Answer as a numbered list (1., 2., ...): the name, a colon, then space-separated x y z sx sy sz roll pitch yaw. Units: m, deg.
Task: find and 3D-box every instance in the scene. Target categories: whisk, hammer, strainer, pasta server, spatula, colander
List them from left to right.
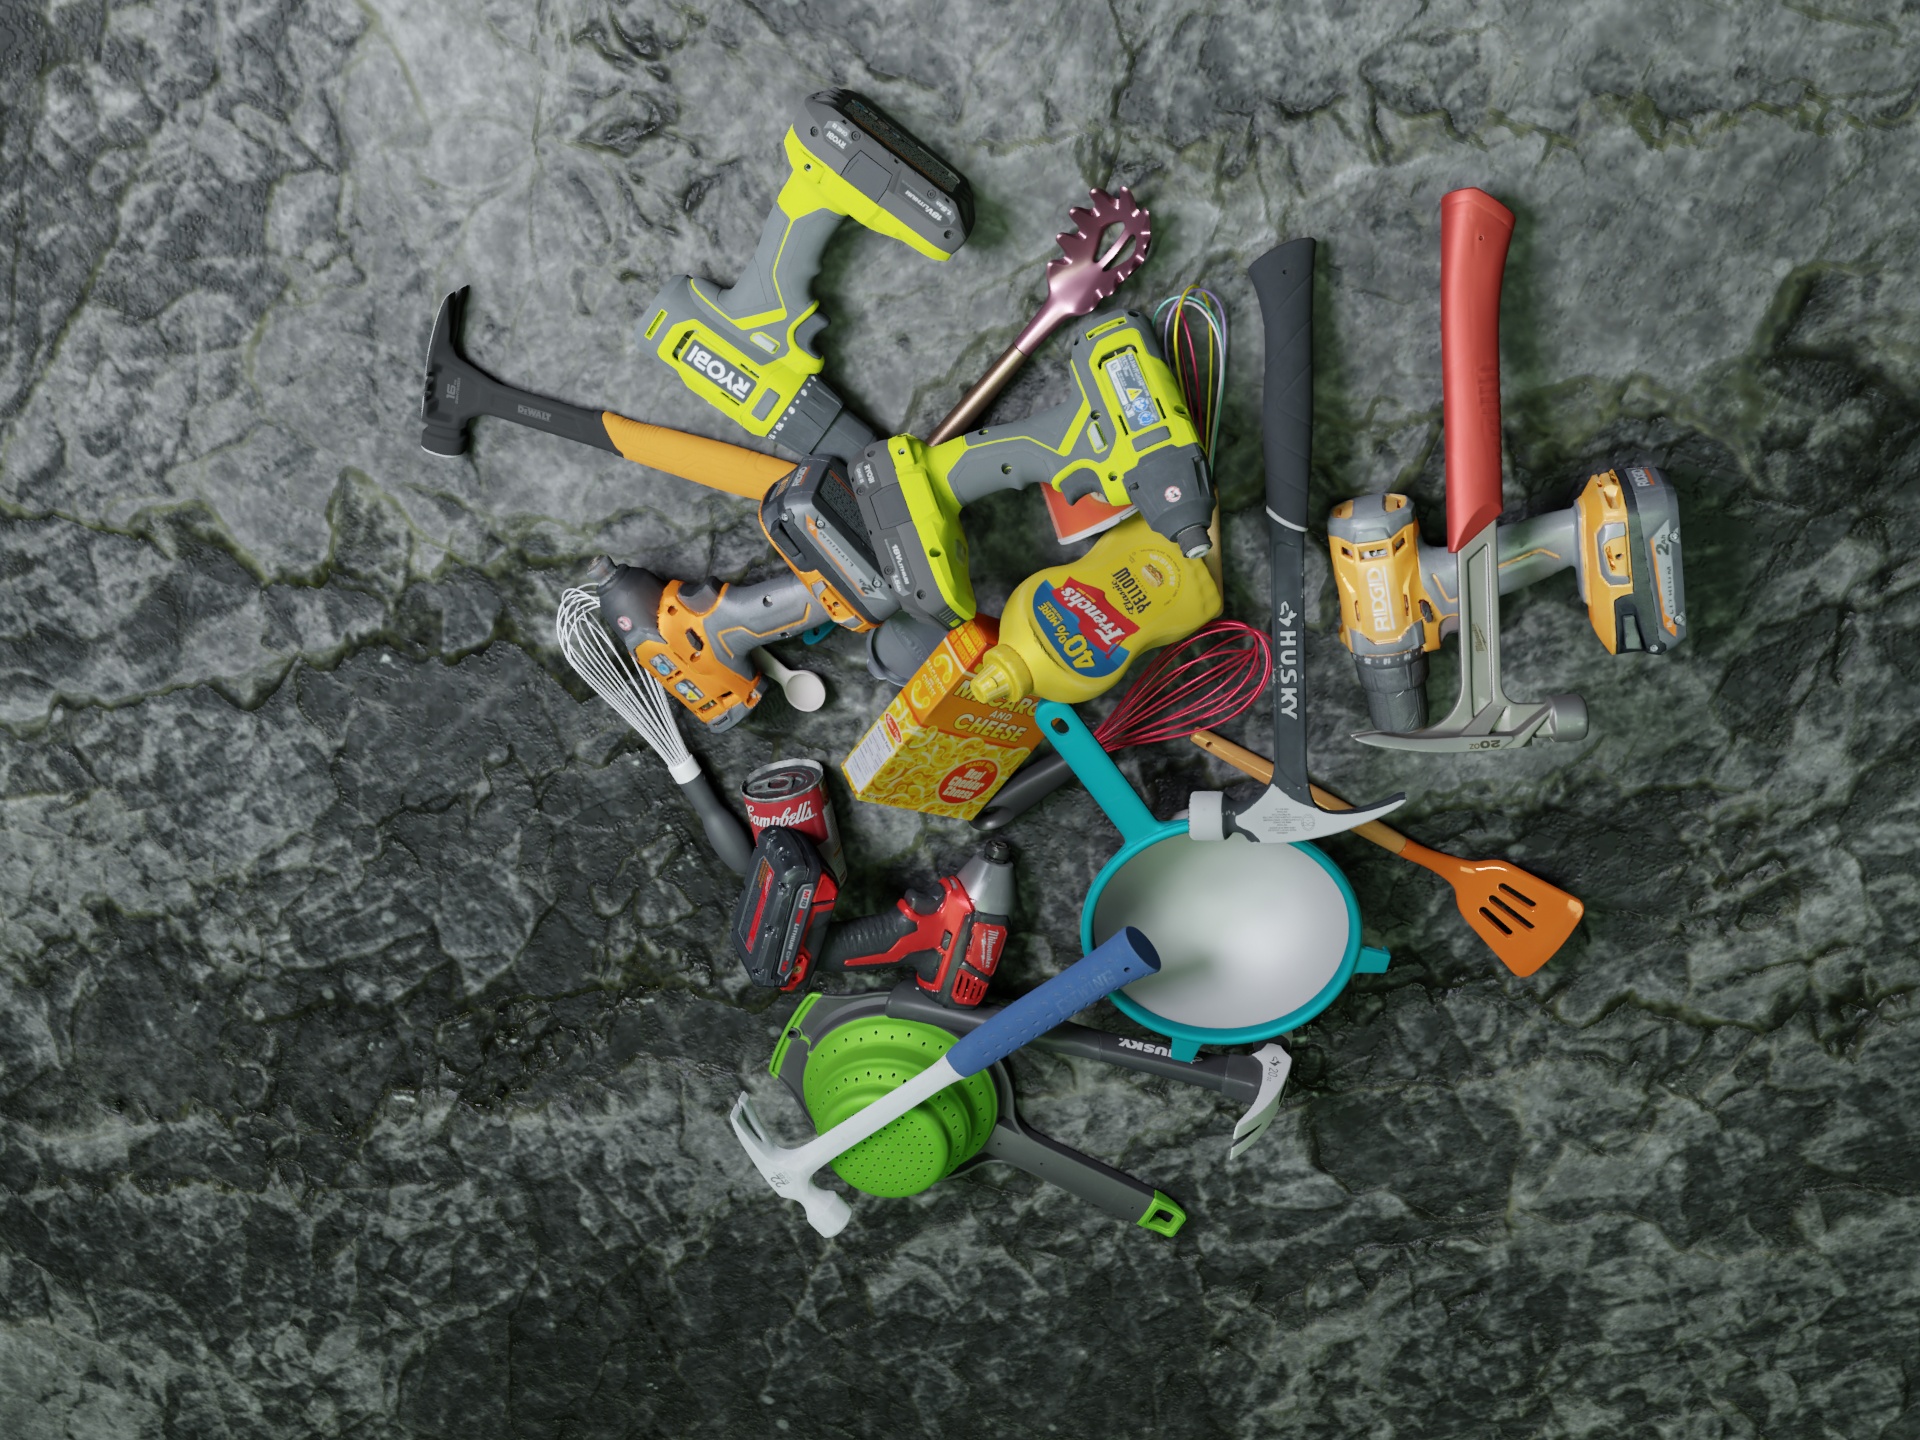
1. hammer: -0.234 -0.213 1.180 0.337 0.034 0.127 17 118 1
2. whisk: -0.237 0.013 1.279 0.070 0.070 0.284 -20 115 18
3. hammer: -0.015 0.276 1.268 0.405 0.035 0.144 -37 102 24
4. colander: 0.015 0.380 1.387 0.397 0.094 0.204 26 117 -3
5. pasta server: 0.022 -0.241 1.117 0.316 0.040 0.060 -45 79 25
6. hammer: 0.100 0.268 1.308 0.335 0.146 0.035 11 118 13
7. whisk: 0.115 0.011 1.216 0.296 0.073 0.073 -34 106 29
8. strainer: 0.163 0.095 1.219 0.211 0.095 0.340 -31 110 22
9. whisk: 0.166 -0.183 1.120 0.051 0.047 0.244 -4 118 9
10. hammer: 0.227 -0.117 1.081 0.149 0.036 0.409 0 98 15
11. spatula: 0.320 0.089 1.224 0.322 0.041 0.081 28 118 -3
12. hammer: 0.324 -0.159 1.033 0.149 0.037 0.359 -3 93 7

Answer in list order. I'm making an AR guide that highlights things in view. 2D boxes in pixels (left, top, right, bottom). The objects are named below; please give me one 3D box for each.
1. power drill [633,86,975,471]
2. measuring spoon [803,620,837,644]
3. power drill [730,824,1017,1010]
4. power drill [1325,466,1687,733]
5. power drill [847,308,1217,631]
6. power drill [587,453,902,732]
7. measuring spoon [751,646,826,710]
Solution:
1. power drill: -0.091 -0.291 1.095 0.190 0.080 0.228 34 118 -12
2. measuring spoon: -0.078 -0.099 1.218 0.128 0.021 0.042 -43 67 33
3. power drill: -0.059 0.152 1.263 0.219 0.079 0.143 10 107 -27
4. power drill: 0.380 -0.077 1.114 0.226 0.084 0.185 -7 114 18
5. power drill: 0.052 -0.154 1.065 0.223 0.080 0.171 -23 75 12
6. power drill: -0.159 -0.098 1.165 0.226 0.084 0.164 -30 117 31
7. measuring spoon: -0.156 -0.053 1.258 0.124 0.018 0.034 37 121 -1
